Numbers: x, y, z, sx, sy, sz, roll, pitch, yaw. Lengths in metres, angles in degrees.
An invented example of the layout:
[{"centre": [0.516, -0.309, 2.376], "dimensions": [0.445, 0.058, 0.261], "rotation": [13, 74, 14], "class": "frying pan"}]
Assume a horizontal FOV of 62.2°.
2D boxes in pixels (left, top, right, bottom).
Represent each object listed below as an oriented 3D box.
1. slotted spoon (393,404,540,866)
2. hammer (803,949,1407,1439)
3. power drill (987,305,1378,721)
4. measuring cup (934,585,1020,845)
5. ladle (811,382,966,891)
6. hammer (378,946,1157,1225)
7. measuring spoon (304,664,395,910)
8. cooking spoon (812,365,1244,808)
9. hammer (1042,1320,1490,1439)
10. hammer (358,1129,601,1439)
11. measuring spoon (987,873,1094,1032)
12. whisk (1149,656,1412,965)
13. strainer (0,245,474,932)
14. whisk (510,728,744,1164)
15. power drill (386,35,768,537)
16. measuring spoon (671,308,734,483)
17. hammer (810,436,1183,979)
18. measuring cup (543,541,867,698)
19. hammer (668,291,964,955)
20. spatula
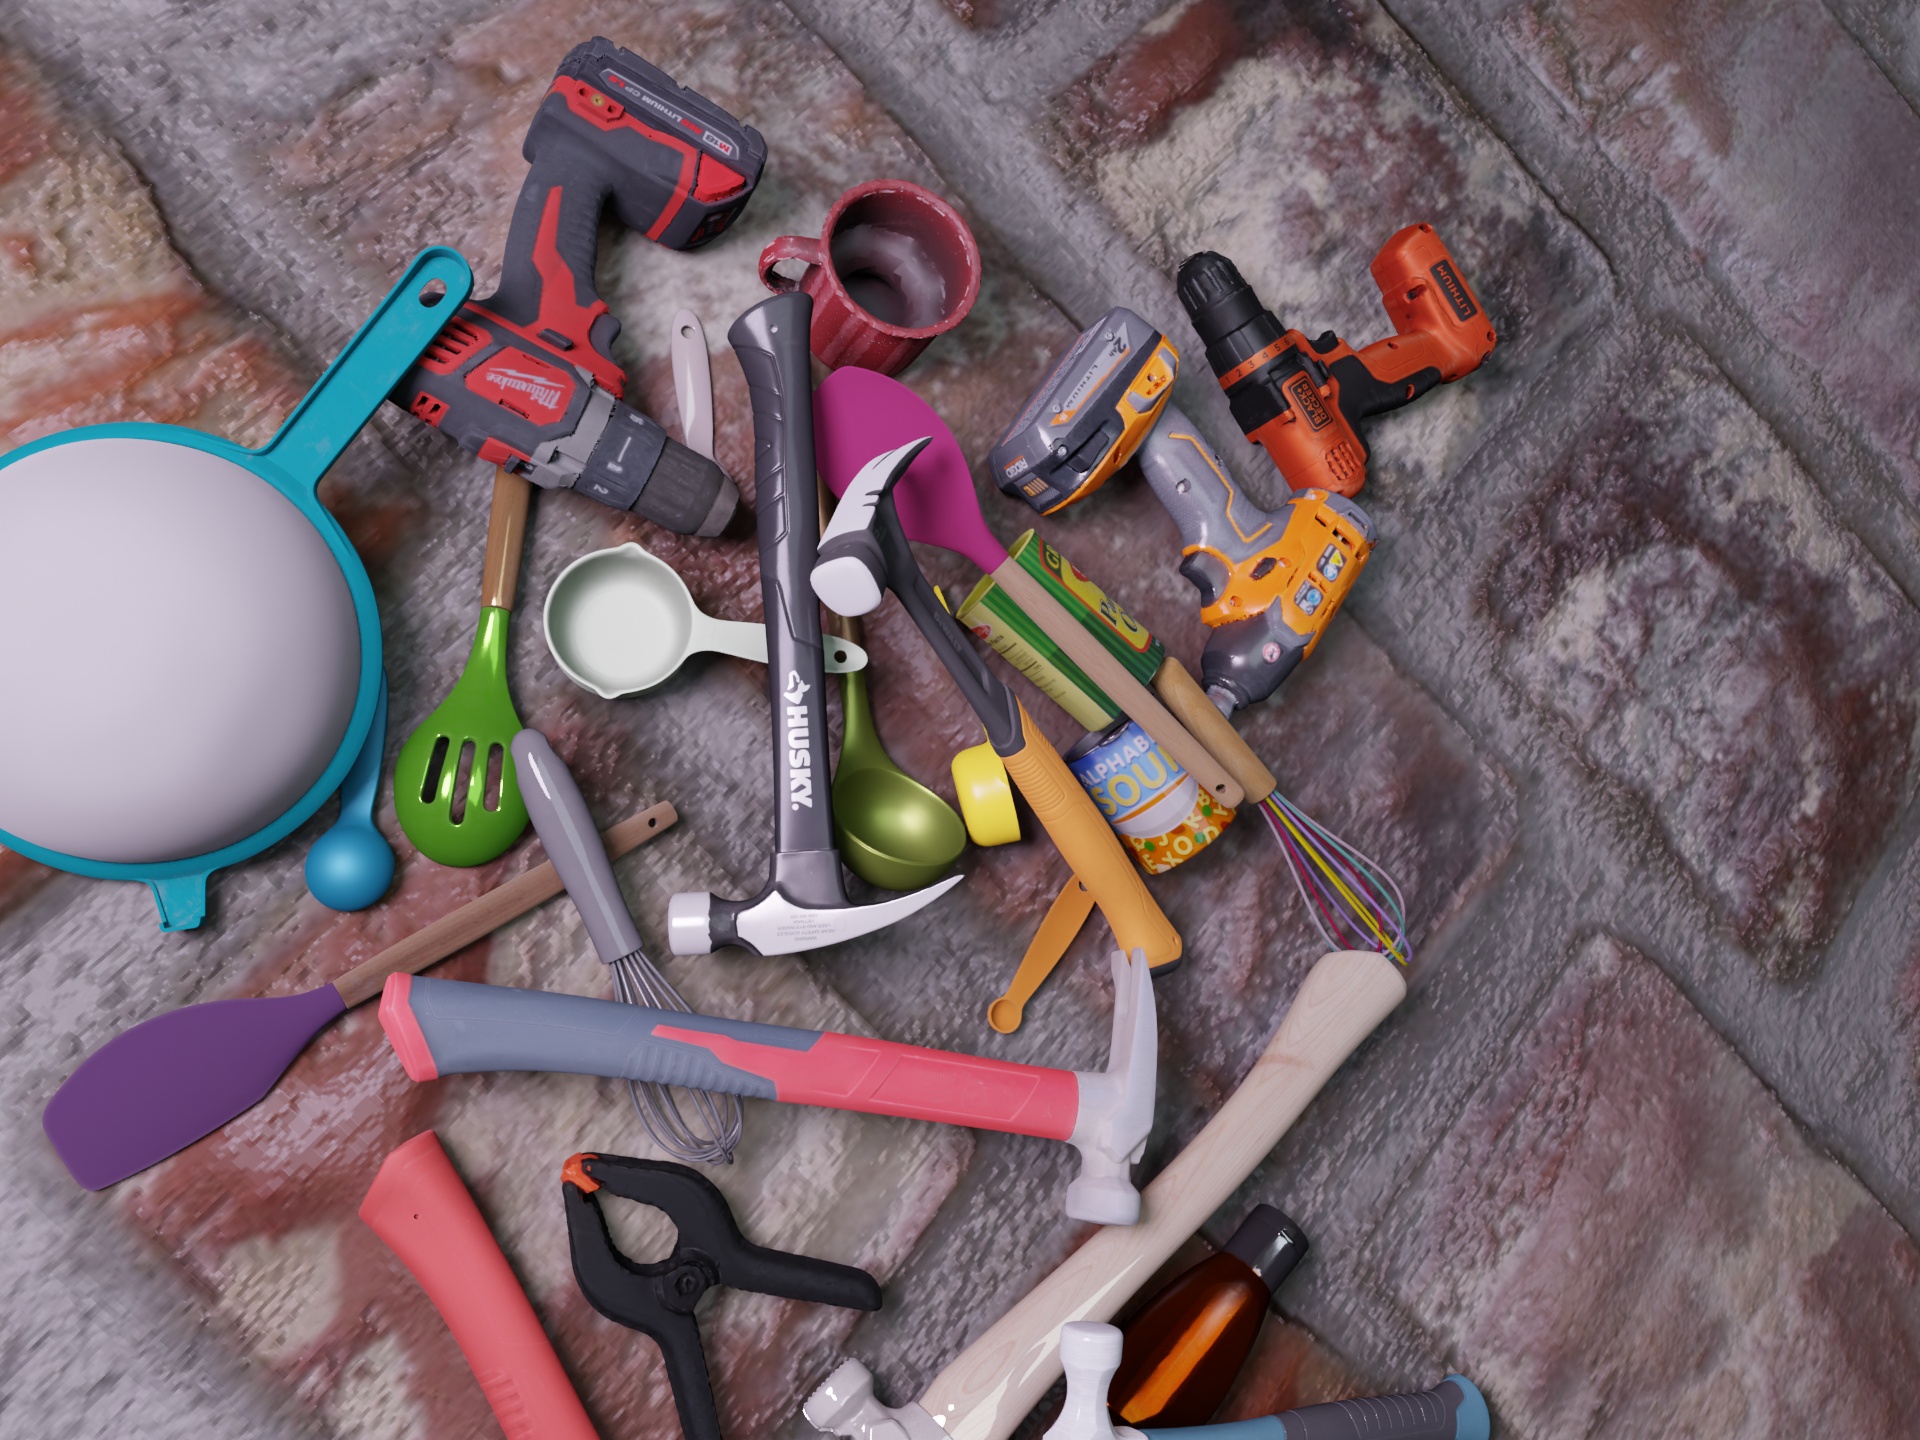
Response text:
[{"centre": [-0.239, -0.081, 0.822], "dimensions": [0.070, 0.031, 0.314], "rotation": [7, 75, -10], "class": "slotted spoon"}, {"centre": [0.115, 0.273, 0.855], "dimensions": [0.410, 0.038, 0.146], "rotation": [-39, 72, -25], "class": "hammer"}, {"centre": [0.130, -0.115, 0.947], "dimensions": [0.226, 0.084, 0.164], "rotation": [39, 70, -13], "class": "power drill"}, {"centre": [-0.001, -0.003, 0.893], "dimensions": [0.029, 0.062, 0.157], "rotation": [-17, 73, -3], "class": "measuring cup"}, {"centre": [-0.059, -0.063, 0.874], "dimensions": [0.078, 0.062, 0.320], "rotation": [-2, 76, -39], "class": "ladle"}, {"centre": [-0.077, 0.152, 0.772], "dimensions": [0.386, 0.038, 0.143], "rotation": [14, 71, -22], "class": "hammer"}, {"centre": [-0.295, 0.028, 0.774], "dimensions": [0.042, 0.021, 0.129], "rotation": [1, 75, -3], "class": "measuring spoon"}, {"centre": [0.039, -0.065, 0.855], "dimensions": [0.319, 0.017, 0.068], "rotation": [44, 101, -7], "class": "cooking spoon"}, {"centre": [0.172, 0.375, 0.829], "dimensions": [0.330, 0.033, 0.128], "rotation": [13, 79, -37], "class": "hammer"}, {"centre": [-0.168, 0.352, 0.740], "dimensions": [0.149, 0.036, 0.359], "rotation": [-28, 88, -10], "class": "hammer"}, {"centre": [0.048, 0.127, 0.901], "dimensions": [0.021, 0.011, 0.117], "rotation": [39, 64, -9], "class": "measuring spoon"}, {"centre": [0.189, 0.058, 0.940], "dimensions": [0.245, 0.051, 0.047], "rotation": [49, 39, -13], "class": "whisk"}, {"centre": [-0.330, -0.080, 0.697], "dimensions": [0.211, 0.095, 0.340], "rotation": [38, 86, -10], "class": "strainer"}, {"centre": [-0.166, 0.113, 0.787], "dimensions": [0.055, 0.055, 0.239], "rotation": [-25, 93, -24], "class": "whisk"}, {"centre": [-0.176, -0.218, 0.837], "dimensions": [0.187, 0.080, 0.227], "rotation": [27, 67, -21], "class": "power drill"}, {"centre": [-0.145, -0.173, 0.882], "dimensions": [0.034, 0.018, 0.124], "rotation": [-4, 80, -22], "class": "measuring spoon"}, {"centre": [0.035, 0.012, 0.840], "dimensions": [0.336, 0.034, 0.127], "rotation": [56, 32, -28], "class": "hammer"}, {"centre": [-0.134, -0.042, 0.837], "dimensions": [0.167, 0.038, 0.083], "rotation": [9, 79, -12], "class": "measuring cup"}, {"centre": [-0.079, -0.052, 0.804], "dimensions": [0.146, 0.035, 0.335], "rotation": [-3, 85, -2], "class": "hammer"}, {"centre": [-0.276, 0.117, 0.768], "dimensions": [0.316, 0.018, 0.059], "rotation": [-29, 98, -24], "class": "spatula"}]
